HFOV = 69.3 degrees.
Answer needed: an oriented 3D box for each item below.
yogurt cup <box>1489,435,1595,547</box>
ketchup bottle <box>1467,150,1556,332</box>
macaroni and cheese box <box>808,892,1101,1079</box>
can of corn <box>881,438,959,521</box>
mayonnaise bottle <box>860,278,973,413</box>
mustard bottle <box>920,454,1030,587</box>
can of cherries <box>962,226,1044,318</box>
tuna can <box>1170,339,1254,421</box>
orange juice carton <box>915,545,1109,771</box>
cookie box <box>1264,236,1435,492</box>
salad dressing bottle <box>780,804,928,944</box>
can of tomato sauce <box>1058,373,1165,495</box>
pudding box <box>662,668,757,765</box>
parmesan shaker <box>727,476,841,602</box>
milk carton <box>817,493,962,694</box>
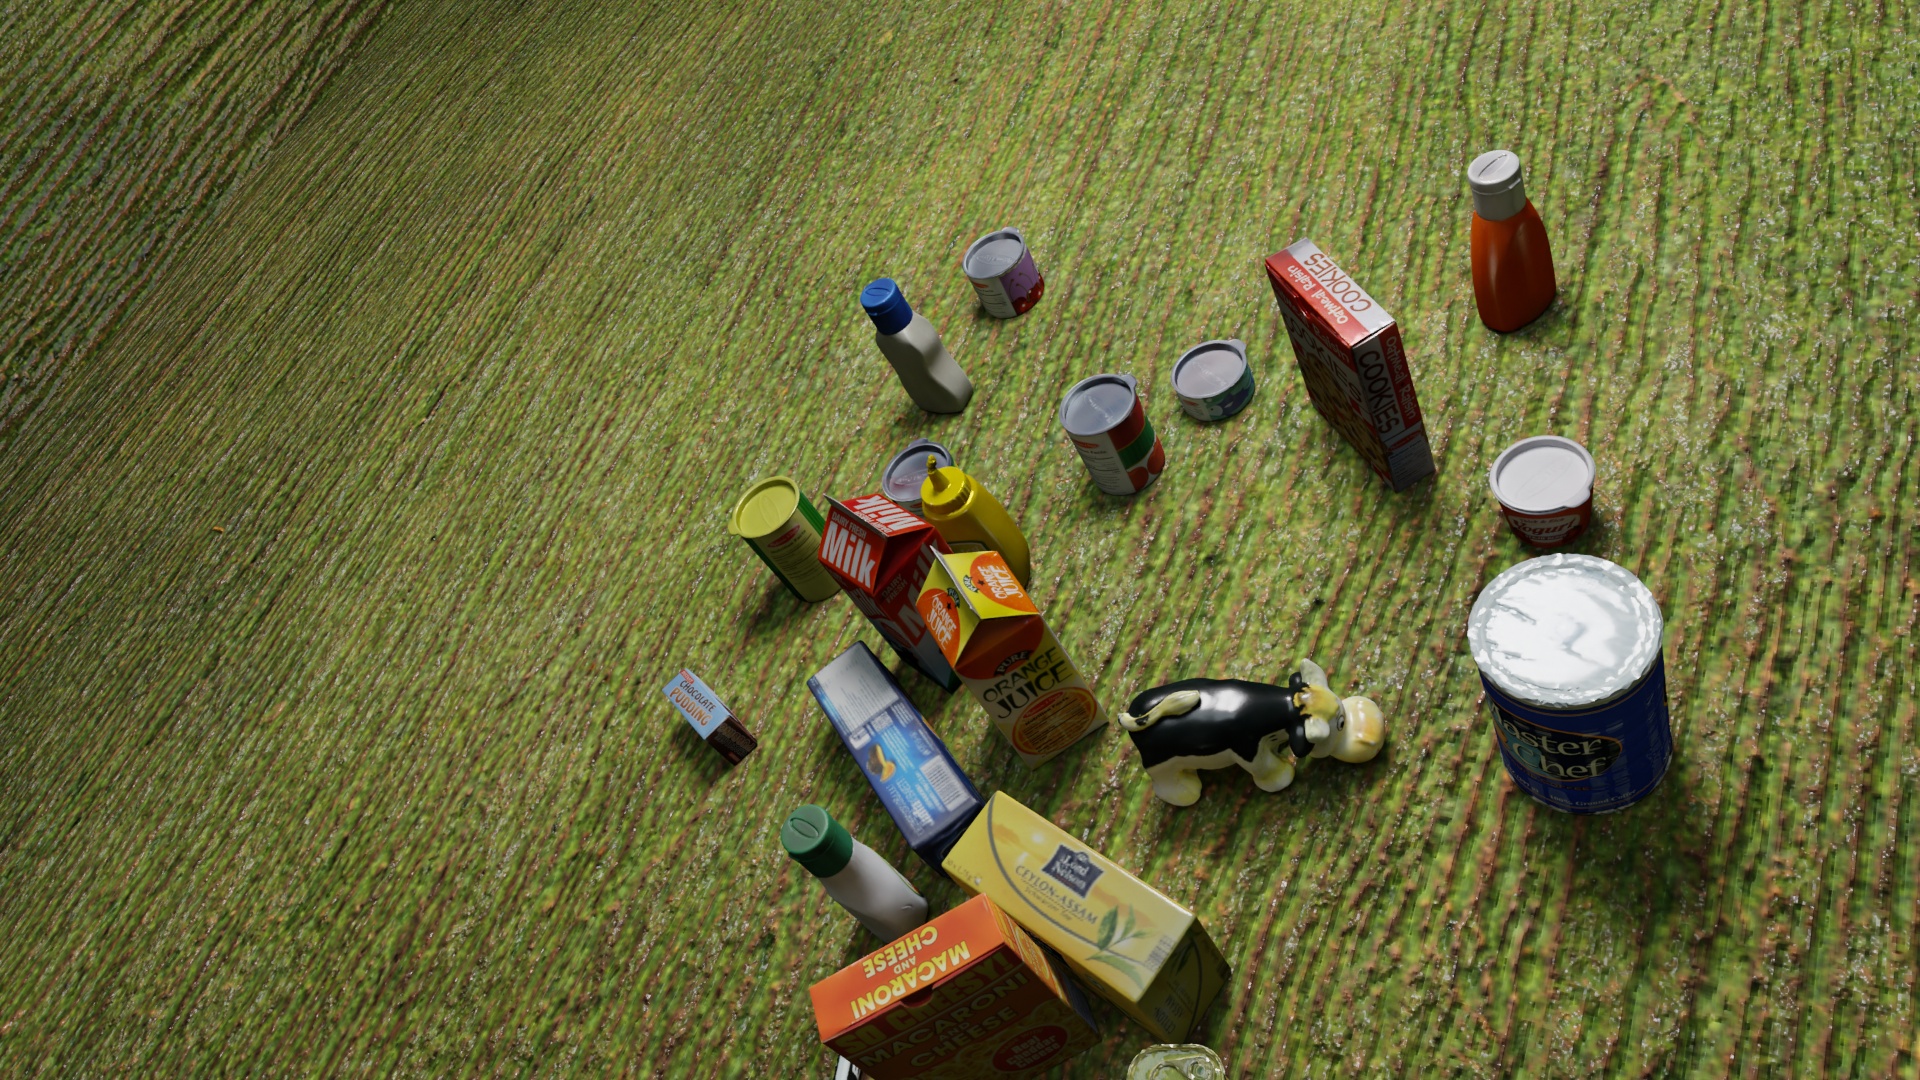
[{"bbox_3d":[0.411,-0.032,0.975,0.072,0.053,0.073,-15,48,18],"label":"yogurt cup"},{"bbox_3d":[0.420,-0.231,1.068,0.065,0.148,0.044,-41,45,-6],"label":"ketchup bottle"},{"bbox_3d":[0.001,0.293,0.856,0.123,0.166,0.040,-30,45,5],"label":"macaroni and cheese box"},{"bbox_3d":[-0.027,-0.046,1.230,0.071,0.058,0.071,-15,48,18],"label":"can of corn"},{"bbox_3d":[-0.044,-0.179,1.286,0.065,0.147,0.041,11,60,36],"label":"mayonnaise bottle"},{"bbox_3d":[0.004,-0.014,1.114,0.065,0.159,0.049,-6,52,26],"label":"mustard bottle"},{"bbox_3d":[0.045,-0.264,1.370,0.071,0.058,0.072,-15,48,18],"label":"can of cherries"},{"bbox_3d":[0.218,-0.138,1.186,0.071,0.032,0.071,-15,48,18],"label":"tuna can"},{"bbox_3d":[0.032,0.079,0.999,0.073,0.192,0.072,-34,45,1],"label":"orange juice carton"},{"bbox_3d":[0.292,-0.130,1.043,0.040,0.167,0.123,-32,45,3],"label":"cookie box"},{"bbox_3d":[-0.073,0.232,0.963,0.064,0.147,0.044,20,66,39],"label":"salad dressing bottle"},{"bbox_3d":[0.129,-0.089,1.160,0.071,0.082,0.071,-16,48,18],"label":"can of tomato sauce"},{"bbox_3d":[-0.213,0.149,1.179,0.030,0.049,0.084,-44,46,-10],"label":"pudding box"},{"bbox_3d":[-0.149,0.002,1.227,0.071,0.102,0.072,-16,48,18],"label":"parmesan shaker"},{"bbox_3d":[-0.043,0.032,1.081,0.073,0.190,0.072,-48,47,-13],"label":"milk carton"}]
